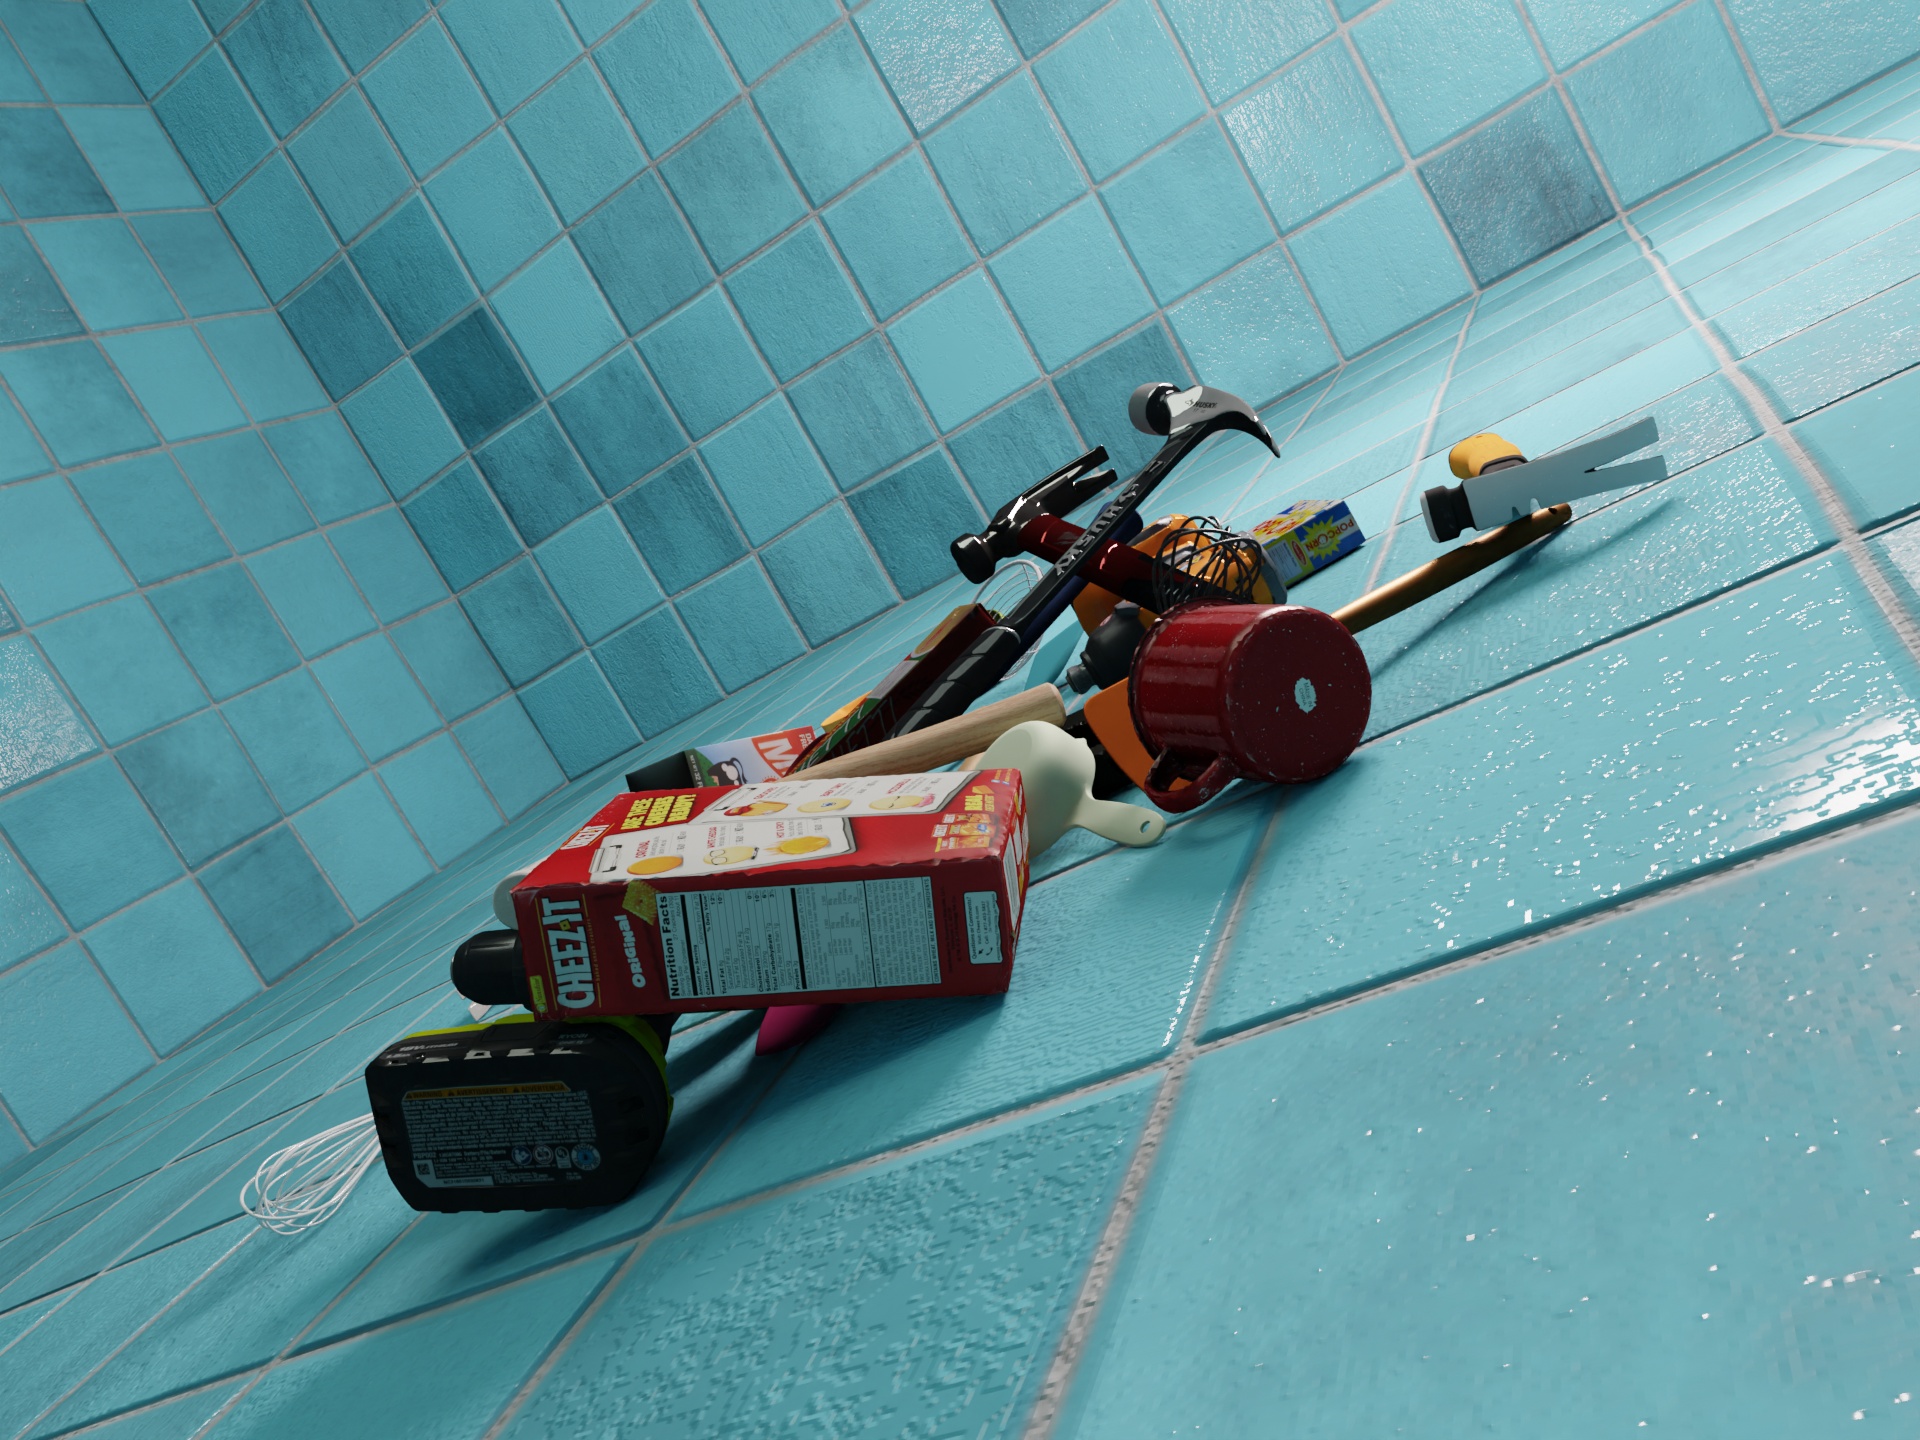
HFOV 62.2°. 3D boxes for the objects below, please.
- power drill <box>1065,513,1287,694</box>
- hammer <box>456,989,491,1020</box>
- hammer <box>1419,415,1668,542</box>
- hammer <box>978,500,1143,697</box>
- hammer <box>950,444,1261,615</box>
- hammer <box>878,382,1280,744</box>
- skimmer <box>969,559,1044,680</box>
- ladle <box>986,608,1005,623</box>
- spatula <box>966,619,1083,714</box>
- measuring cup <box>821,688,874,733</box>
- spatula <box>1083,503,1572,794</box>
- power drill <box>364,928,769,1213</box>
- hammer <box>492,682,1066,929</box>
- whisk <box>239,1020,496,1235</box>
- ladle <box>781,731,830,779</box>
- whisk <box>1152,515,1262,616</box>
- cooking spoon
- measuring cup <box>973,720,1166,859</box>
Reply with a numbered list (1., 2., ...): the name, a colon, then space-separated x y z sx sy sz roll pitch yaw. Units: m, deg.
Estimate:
1. power drill: 0.141 -0.084 1.195 0.164 0.084 0.226 -32 12 3
2. hammer: -0.245 0.150 1.277 0.410 0.038 0.146 -23 12 38
3. hammer: 0.353 -0.163 1.014 0.127 0.034 0.337 -16 8 17
4. hammer: -0.003 -0.014 1.135 0.405 0.035 0.144 -48 14 -23
5. hammer: 0.128 -0.103 1.044 0.143 0.038 0.387 -35 28 -10
6. hammer: 0.041 -0.063 1.001 0.409 0.036 0.149 -48 30 -10
7. skimmer: -0.020 -0.056 1.325 0.127 0.090 0.363 -45 -7 28
8. ladle: -0.045 -0.008 1.464 0.078 0.062 0.320 -28 10 46
9. spatula: -0.002 -0.004 1.257 0.317 0.044 0.082 -29 -4 -41
10. measuring cup: -0.054 -0.016 1.557 0.173 0.052 0.095 -33 8 -29
11. spatula: 0.215 -0.052 0.859 0.322 0.081 0.041 -26 -31 -24
12. power drill: -0.200 0.153 0.805 0.190 0.080 0.228 -5 14 9
13. hammer: -0.098 0.044 0.912 0.331 0.031 0.130 -19 4 -6
14. whisk: -0.371 0.258 1.044 0.059 0.057 0.246 10 19 18
15. ladle: -0.197 0.124 1.151 0.315 0.031 0.069 -44 19 -18
16. whisk: 0.120 -0.044 0.892 0.055 0.055 0.238 -33 -17 -17
17. cooking spoon: -0.025 0.075 0.885 0.069 0.017 0.319 -25 19 38
18. measuring cup: 0.052 0.039 0.832 0.083 0.038 0.168 -58 22 -9
